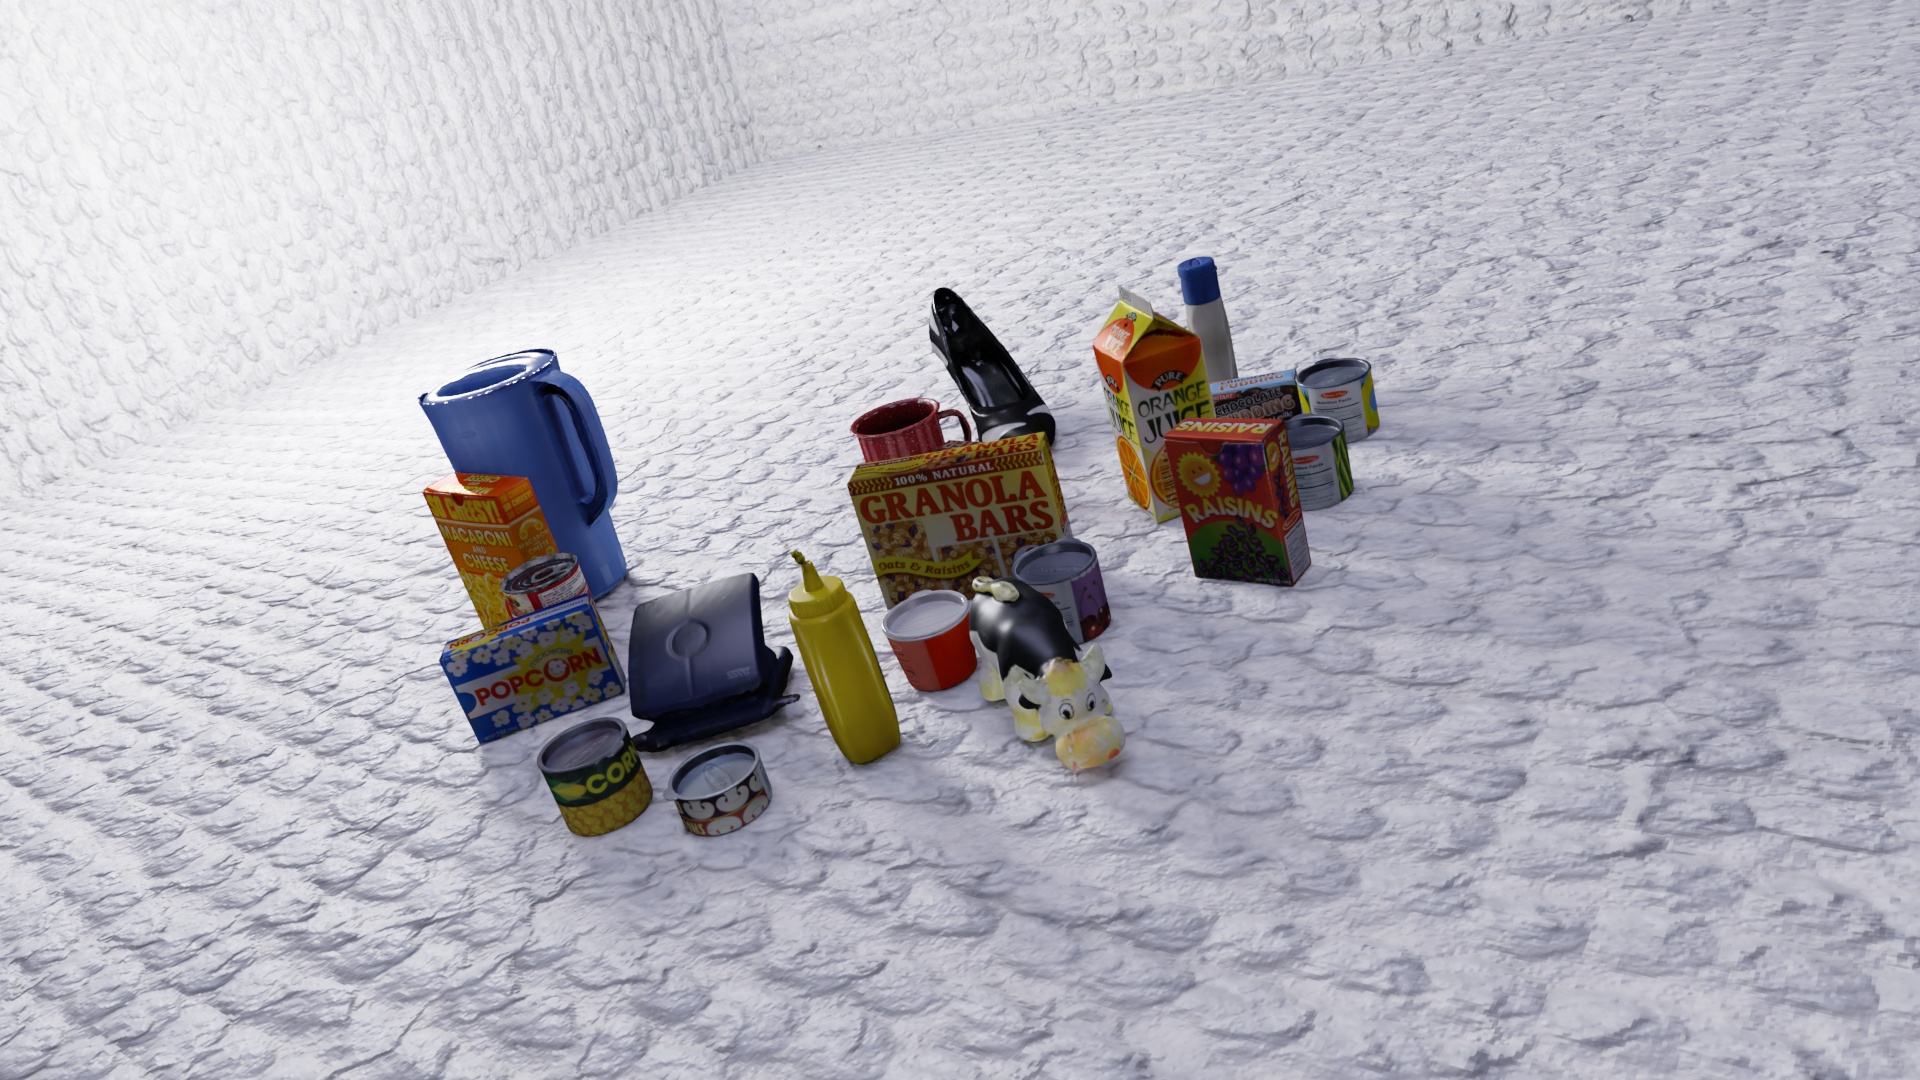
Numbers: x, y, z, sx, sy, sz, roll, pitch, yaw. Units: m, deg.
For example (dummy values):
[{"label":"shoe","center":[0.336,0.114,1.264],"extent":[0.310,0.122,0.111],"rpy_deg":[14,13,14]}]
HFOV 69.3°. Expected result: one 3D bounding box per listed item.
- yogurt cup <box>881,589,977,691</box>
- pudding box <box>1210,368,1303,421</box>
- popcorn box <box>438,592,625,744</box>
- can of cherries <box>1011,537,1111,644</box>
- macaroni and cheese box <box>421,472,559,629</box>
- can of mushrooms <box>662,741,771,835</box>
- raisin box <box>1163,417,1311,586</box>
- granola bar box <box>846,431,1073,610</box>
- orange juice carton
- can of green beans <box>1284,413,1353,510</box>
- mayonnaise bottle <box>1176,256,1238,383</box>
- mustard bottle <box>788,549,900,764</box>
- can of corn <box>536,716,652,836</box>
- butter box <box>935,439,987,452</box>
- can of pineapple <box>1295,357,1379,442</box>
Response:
[{"label":"yogurt cup","center":[-0.020,0.077,1.046],"extent":[0.072,0.053,0.073],"rpy_deg":[-14,24,6]},{"label":"pudding box","center":[0.277,-0.129,1.304],"extent":[0.083,0.049,0.030],"rpy_deg":[-8,26,19]},{"label":"popcorn box","center":[-0.353,0.106,1.155],"extent":[0.127,0.085,0.038],"rpy_deg":[-20,24,-7]},{"label":"can of cherries","center":[0.079,0.039,1.059],"extent":[0.071,0.058,0.072],"rpy_deg":[-14,24,6]},{"label":"macaroni and cheese box","center":[-0.415,0.022,1.273],"extent":[0.123,0.165,0.040],"rpy_deg":[4,31,38]},{"label":"can of mushrooms","center":[-0.168,0.172,0.961],"extent":[0.071,0.033,0.071],"rpy_deg":[-14,24,6]},{"label":"raisin box","center":[0.209,-0.030,1.047],"extent":[0.086,0.123,0.040],"rpy_deg":[6,32,41]},{"label":"granola bar box","center":[0.004,-0.014,1.141],"extent":[0.165,0.123,0.039],"rpy_deg":[-9,25,17]},{"label":"orange juice carton","center":[0.168,-0.120,1.182],"extent":[0.073,0.192,0.072],"rpy_deg":[-20,24,-7]},{"label":"can of green beans","center":[0.289,-0.065,1.151],"extent":[0.071,0.057,0.071],"rpy_deg":[-14,24,6]},{"label":"mayonnaise bottle","center":[0.244,-0.203,1.363],"extent":[0.041,0.147,0.065],"rpy_deg":[-12,24,10]},{"label":"mustard bottle","center":[-0.085,0.076,0.961],"extent":[0.049,0.159,0.065],"rpy_deg":[-23,25,-14]},{"label":"can of corn","center":[-0.259,0.169,0.994],"extent":[0.071,0.058,0.071],"rpy_deg":[-14,24,6]},{"label":"butter box","center":[0.027,-0.066,1.323],"extent":[0.103,0.053,0.024],"rpy_deg":[6,32,40]},{"label":"can of pineapple","center":[0.340,-0.126,1.250],"extent":[0.071,0.057,0.071],"rpy_deg":[-14,24,6]}]
